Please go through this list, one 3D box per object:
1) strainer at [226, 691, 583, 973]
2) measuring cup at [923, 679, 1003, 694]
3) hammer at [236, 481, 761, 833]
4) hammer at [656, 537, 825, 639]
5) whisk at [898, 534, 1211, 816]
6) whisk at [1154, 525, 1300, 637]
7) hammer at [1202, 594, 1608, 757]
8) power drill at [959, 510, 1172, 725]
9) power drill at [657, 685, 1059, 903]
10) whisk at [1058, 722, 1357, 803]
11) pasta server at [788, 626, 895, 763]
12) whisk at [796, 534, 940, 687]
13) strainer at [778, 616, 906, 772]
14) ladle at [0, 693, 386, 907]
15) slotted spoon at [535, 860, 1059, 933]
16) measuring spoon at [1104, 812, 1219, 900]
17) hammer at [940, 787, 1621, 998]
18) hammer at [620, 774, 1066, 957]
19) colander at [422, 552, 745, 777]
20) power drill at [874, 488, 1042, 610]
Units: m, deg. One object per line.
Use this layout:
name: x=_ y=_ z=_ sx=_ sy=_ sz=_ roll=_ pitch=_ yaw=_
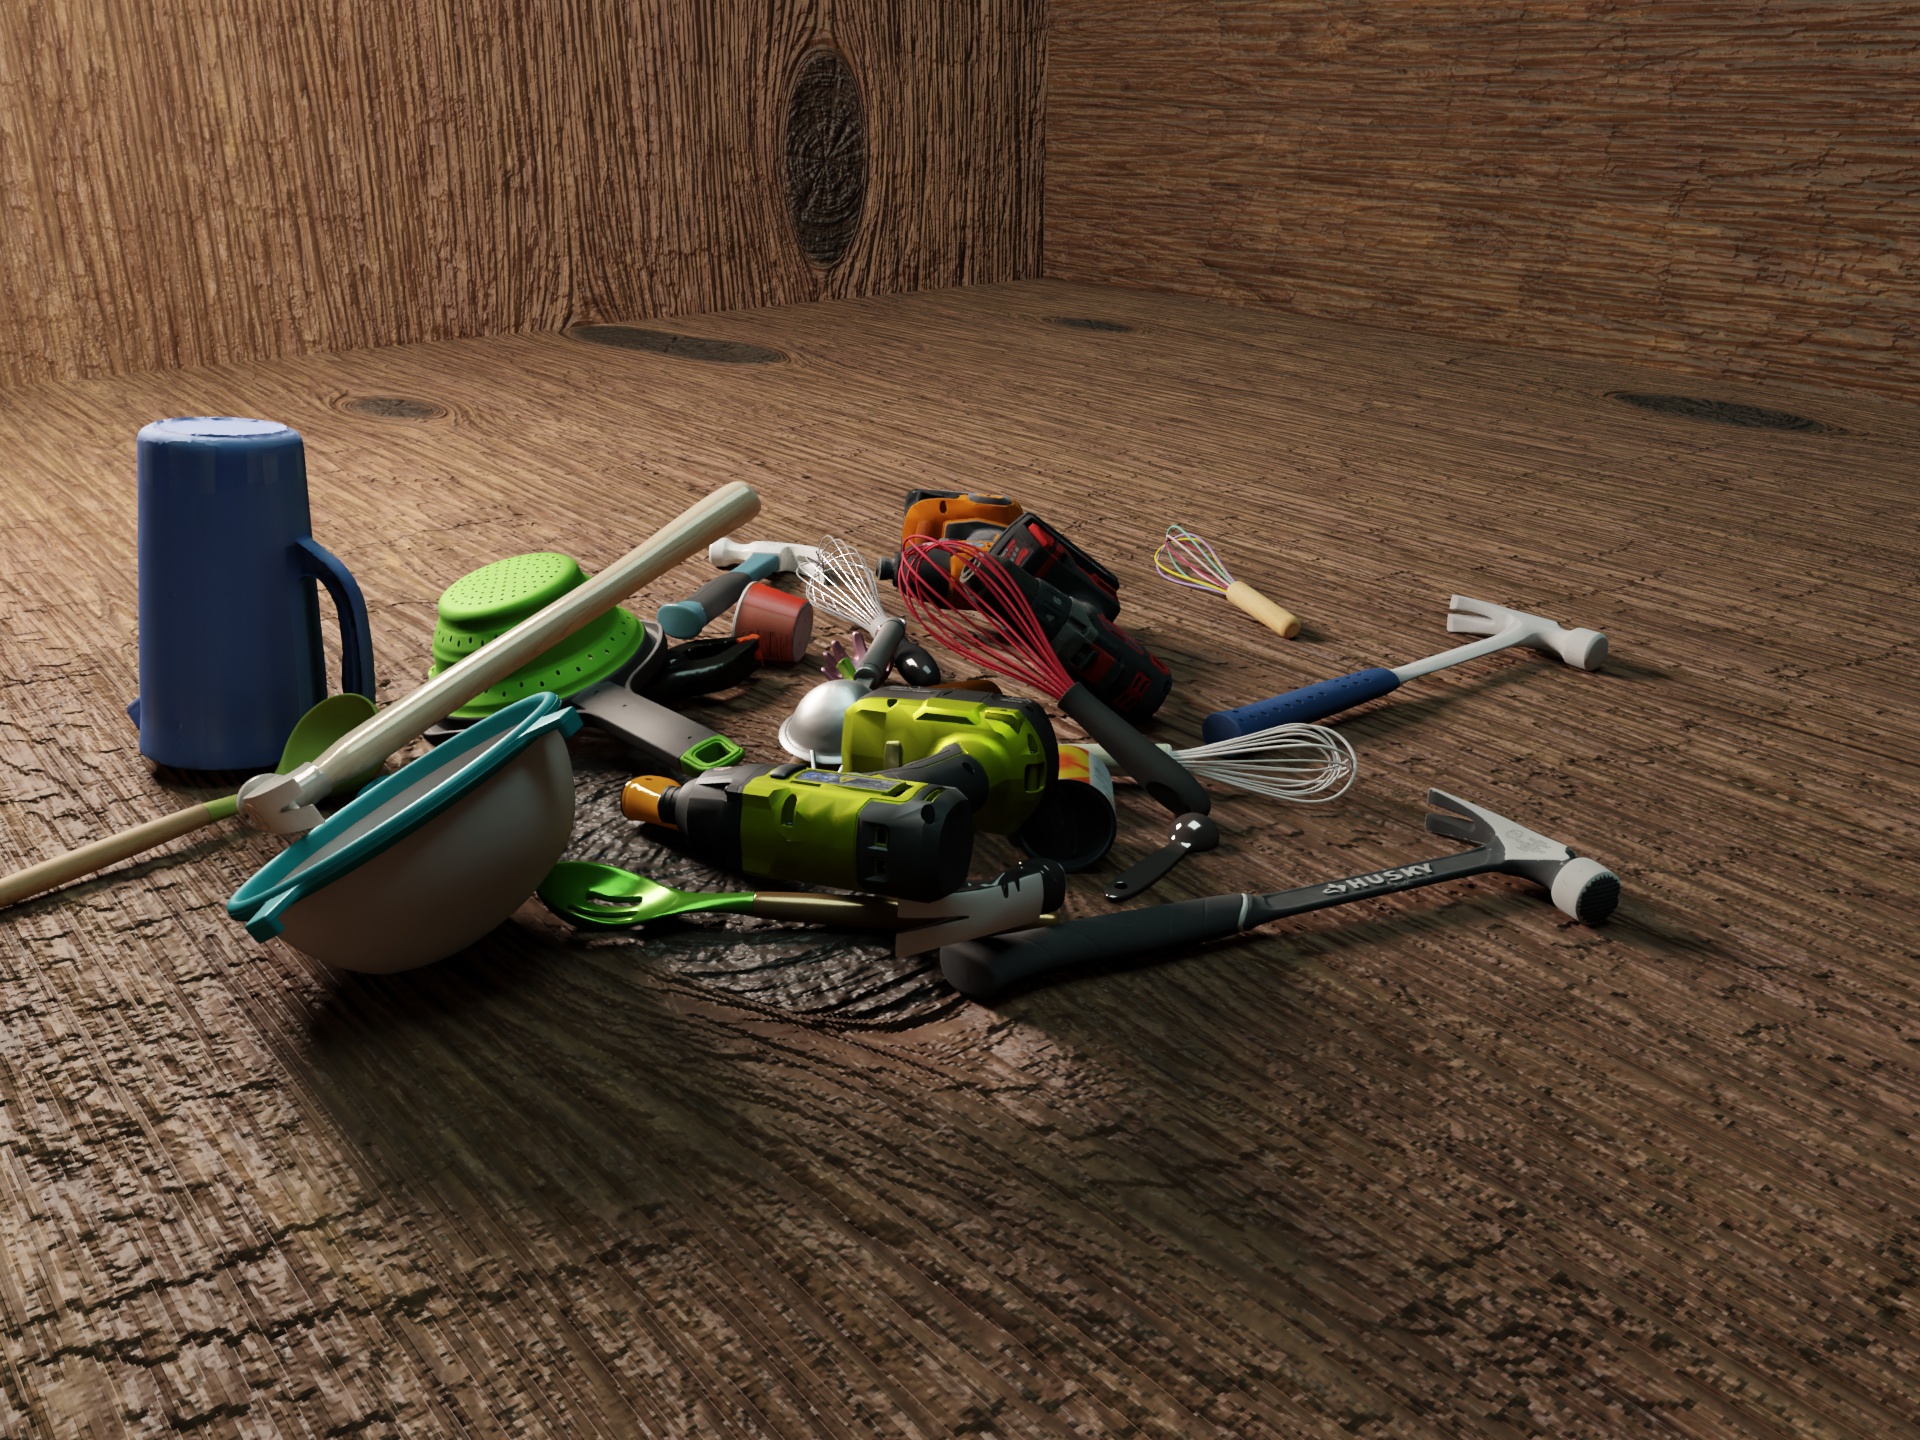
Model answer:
strainer: x=-0.322 y=0.078 z=0.963 sx=0.211 sy=0.095 sz=0.340 roll=-37 pitch=14 yaw=-20
measuring cup: x=-0.002 y=-0.004 z=1.109 sx=0.095 sy=0.052 sz=0.173 roll=-9 pitch=-3 yaw=-10
hammer: x=-0.292 y=-0.053 z=1.078 sx=0.411 sy=0.038 sz=0.146 roll=-39 pitch=18 yaw=-29
hammer: x=-0.212 y=-0.126 z=1.478 sx=0.128 sy=0.033 sz=0.331 roll=4 pitch=17 yaw=7
whisk: x=0.062 y=-0.031 z=1.121 sx=0.296 sy=0.073 sz=0.073 roll=43 pitch=38 yaw=15
whisk: x=0.257 y=-0.134 z=1.530 sx=0.047 sy=0.051 sz=0.245 roll=-3 pitch=25 yaw=-22
hammer: x=0.352 y=-0.037 z=1.303 sx=0.405 sy=0.035 sz=0.144 roll=-16 pitch=28 yaw=-34
power drill: x=0.070 y=-0.096 z=1.292 sx=0.187 sy=0.080 sz=0.227 roll=35 pitch=14 yaw=-19
power drill: x=-0.048 y=0.038 z=0.897 sx=0.171 sy=0.080 sz=0.223 roll=7 pitch=13 yaw=22
whisk: x=0.157 y=0.030 z=1.134 sx=0.246 sy=0.059 sz=0.057 roll=0 pitch=-21 yaw=9
pasta server: x=-0.105 y=0.003 z=1.201 sx=0.060 sy=0.040 sz=0.316 roll=-9 pitch=21 yaw=17
whisk: x=-0.079 y=-0.093 z=1.409 sx=0.070 sy=0.070 sz=0.285 roll=-9 pitch=29 yaw=-22
strainer: x=-0.069 y=-0.030 z=1.127 sx=0.087 sy=0.050 sz=0.258 roll=1 pitch=23 yaw=9
ladle: x=-0.519 y=0.061 z=1.036 sx=0.078 sy=0.062 sz=0.320 roll=28 pitch=36 yaw=30
slotted spoon: x=-0.098 y=0.113 z=0.951 sx=0.314 sy=0.031 sz=0.070 roll=3 pitch=20 yaw=2
measuring spoon: x=0.129 y=0.086 z=1.028 sx=0.034 sy=0.018 sz=0.124 roll=16 pitch=28 yaw=33
hammer: x=0.183 y=0.108 z=0.954 sx=0.409 sy=0.036 sz=0.149 roll=-8 pitch=23 yaw=-19
hammer: x=-0.103 y=0.078 z=0.969 sx=0.337 sy=0.034 sz=0.127 roll=11 pitch=13 yaw=42
colander: x=-0.287 y=-0.049 z=1.182 sx=0.204 sy=0.094 sz=0.397 roll=-31 pitch=33 yaw=-30
power drill: x=-0.004 y=-0.159 z=1.506 sx=0.164 sy=0.084 sz=0.227 roll=4 pitch=20 yaw=-8
